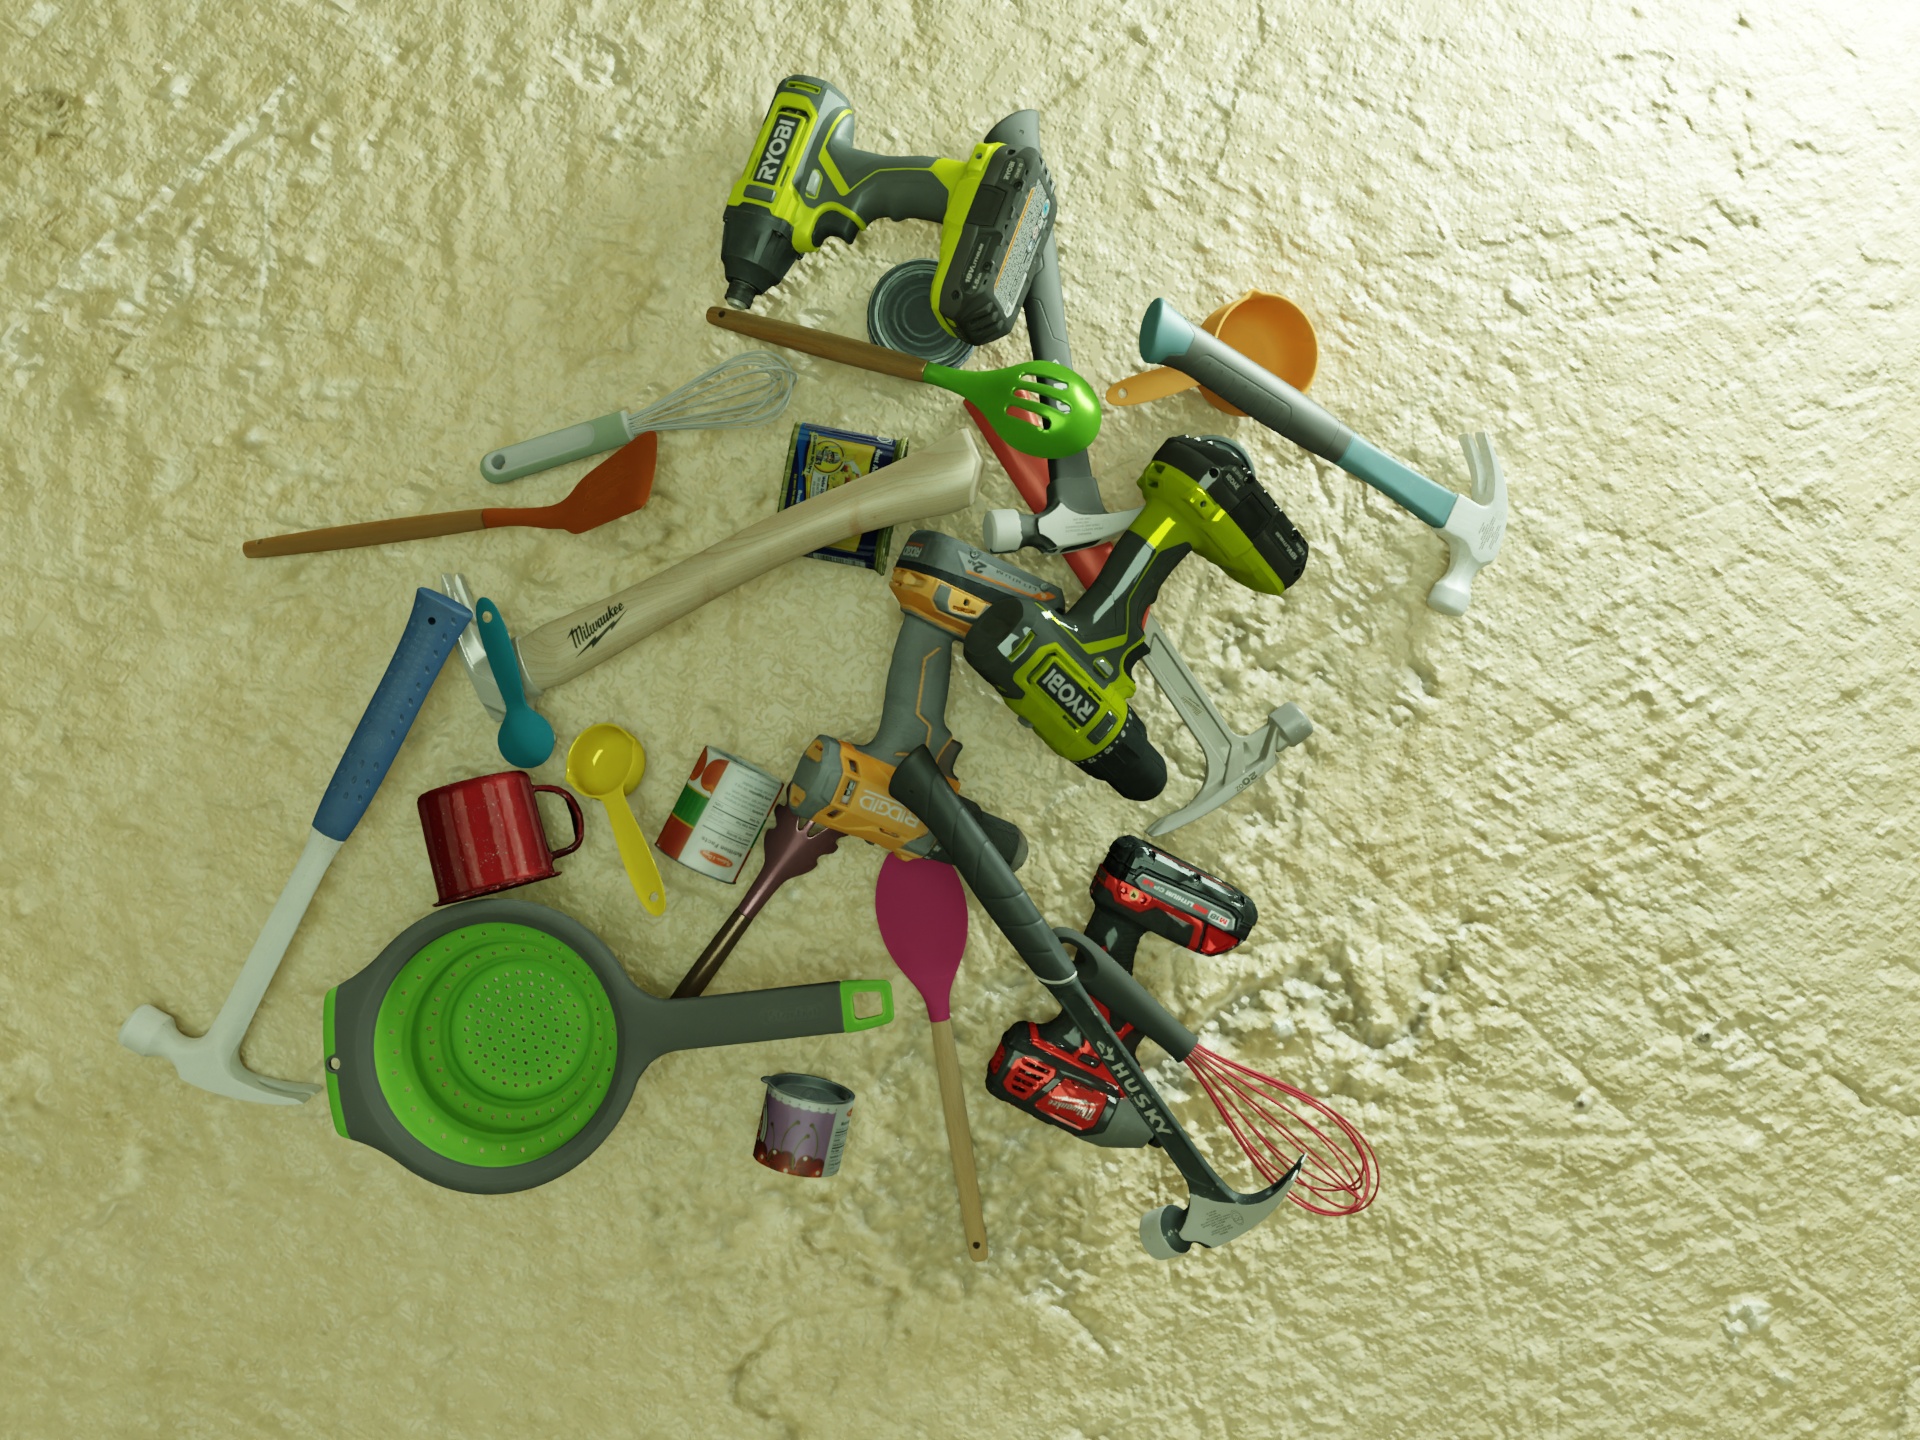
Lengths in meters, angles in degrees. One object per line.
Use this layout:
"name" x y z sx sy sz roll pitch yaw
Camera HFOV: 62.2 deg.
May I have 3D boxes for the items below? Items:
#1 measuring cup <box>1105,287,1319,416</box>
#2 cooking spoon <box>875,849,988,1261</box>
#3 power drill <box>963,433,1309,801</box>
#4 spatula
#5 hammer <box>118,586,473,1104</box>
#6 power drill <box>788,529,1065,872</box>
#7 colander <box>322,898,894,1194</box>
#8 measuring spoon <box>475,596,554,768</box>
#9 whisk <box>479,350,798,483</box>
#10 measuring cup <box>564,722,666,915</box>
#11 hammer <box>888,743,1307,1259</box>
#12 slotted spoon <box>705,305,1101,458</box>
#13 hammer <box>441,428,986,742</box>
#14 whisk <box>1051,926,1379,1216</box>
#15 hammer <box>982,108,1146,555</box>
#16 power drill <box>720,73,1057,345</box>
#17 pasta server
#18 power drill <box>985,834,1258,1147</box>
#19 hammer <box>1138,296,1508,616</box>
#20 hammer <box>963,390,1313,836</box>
"measuring cup" 0.176 -0.256 1.169 0.173 0.052 0.095 -18 100 -14
"cooking spoon" -0.012 0.252 1.204 0.068 0.017 0.319 -9 91 -1
"power drill" 0.135 -0.067 1.124 0.228 0.080 0.190 -49 120 -3
"spatula" -0.372 -0.151 1.157 0.322 0.041 0.081 -7 51 6
"hammer" -0.459 0.094 1.157 0.144 0.035 0.405 29 95 -3
"power drill" -0.002 -0.004 1.162 0.185 0.084 0.226 23 90 -22
"colander" -0.246 0.221 1.152 0.397 0.094 0.204 -6 87 -2
"measuring spoon" -0.328 -0.027 1.142 0.042 0.021 0.128 -17 92 10
"whisk" -0.238 -0.220 1.173 0.246 0.059 0.058 -17 80 3
"measuring cup" -0.240 0.074 1.160 0.062 0.029 0.157 -29 69 10
"hammer" 0.080 0.190 1.101 0.149 0.036 0.409 -34 93 39
"slotted spoon" -0.048 -0.254 1.141 0.314 0.031 0.070 19 80 18
"hammer" -0.177 -0.117 1.141 0.410 0.038 0.146 -24 91 11
"whisk" 0.175 0.246 1.124 0.296 0.073 0.073 40 89 2
"hammer" 0.069 -0.288 1.168 0.146 0.035 0.335 -6 82 -14
"power drill" -0.059 -0.354 1.136 0.223 0.080 0.171 20 86 19
"pasta server" -0.176 0.165 1.194 0.060 0.040 0.316 36 93 -2
"power drill" 0.126 0.209 1.182 0.143 0.078 0.219 27 93 -2
"hammer" 0.267 -0.205 1.158 0.330 0.033 0.128 27 87 -19
"hammer" 0.107 -0.094 1.194 0.149 0.037 0.359 -35 93 -1
